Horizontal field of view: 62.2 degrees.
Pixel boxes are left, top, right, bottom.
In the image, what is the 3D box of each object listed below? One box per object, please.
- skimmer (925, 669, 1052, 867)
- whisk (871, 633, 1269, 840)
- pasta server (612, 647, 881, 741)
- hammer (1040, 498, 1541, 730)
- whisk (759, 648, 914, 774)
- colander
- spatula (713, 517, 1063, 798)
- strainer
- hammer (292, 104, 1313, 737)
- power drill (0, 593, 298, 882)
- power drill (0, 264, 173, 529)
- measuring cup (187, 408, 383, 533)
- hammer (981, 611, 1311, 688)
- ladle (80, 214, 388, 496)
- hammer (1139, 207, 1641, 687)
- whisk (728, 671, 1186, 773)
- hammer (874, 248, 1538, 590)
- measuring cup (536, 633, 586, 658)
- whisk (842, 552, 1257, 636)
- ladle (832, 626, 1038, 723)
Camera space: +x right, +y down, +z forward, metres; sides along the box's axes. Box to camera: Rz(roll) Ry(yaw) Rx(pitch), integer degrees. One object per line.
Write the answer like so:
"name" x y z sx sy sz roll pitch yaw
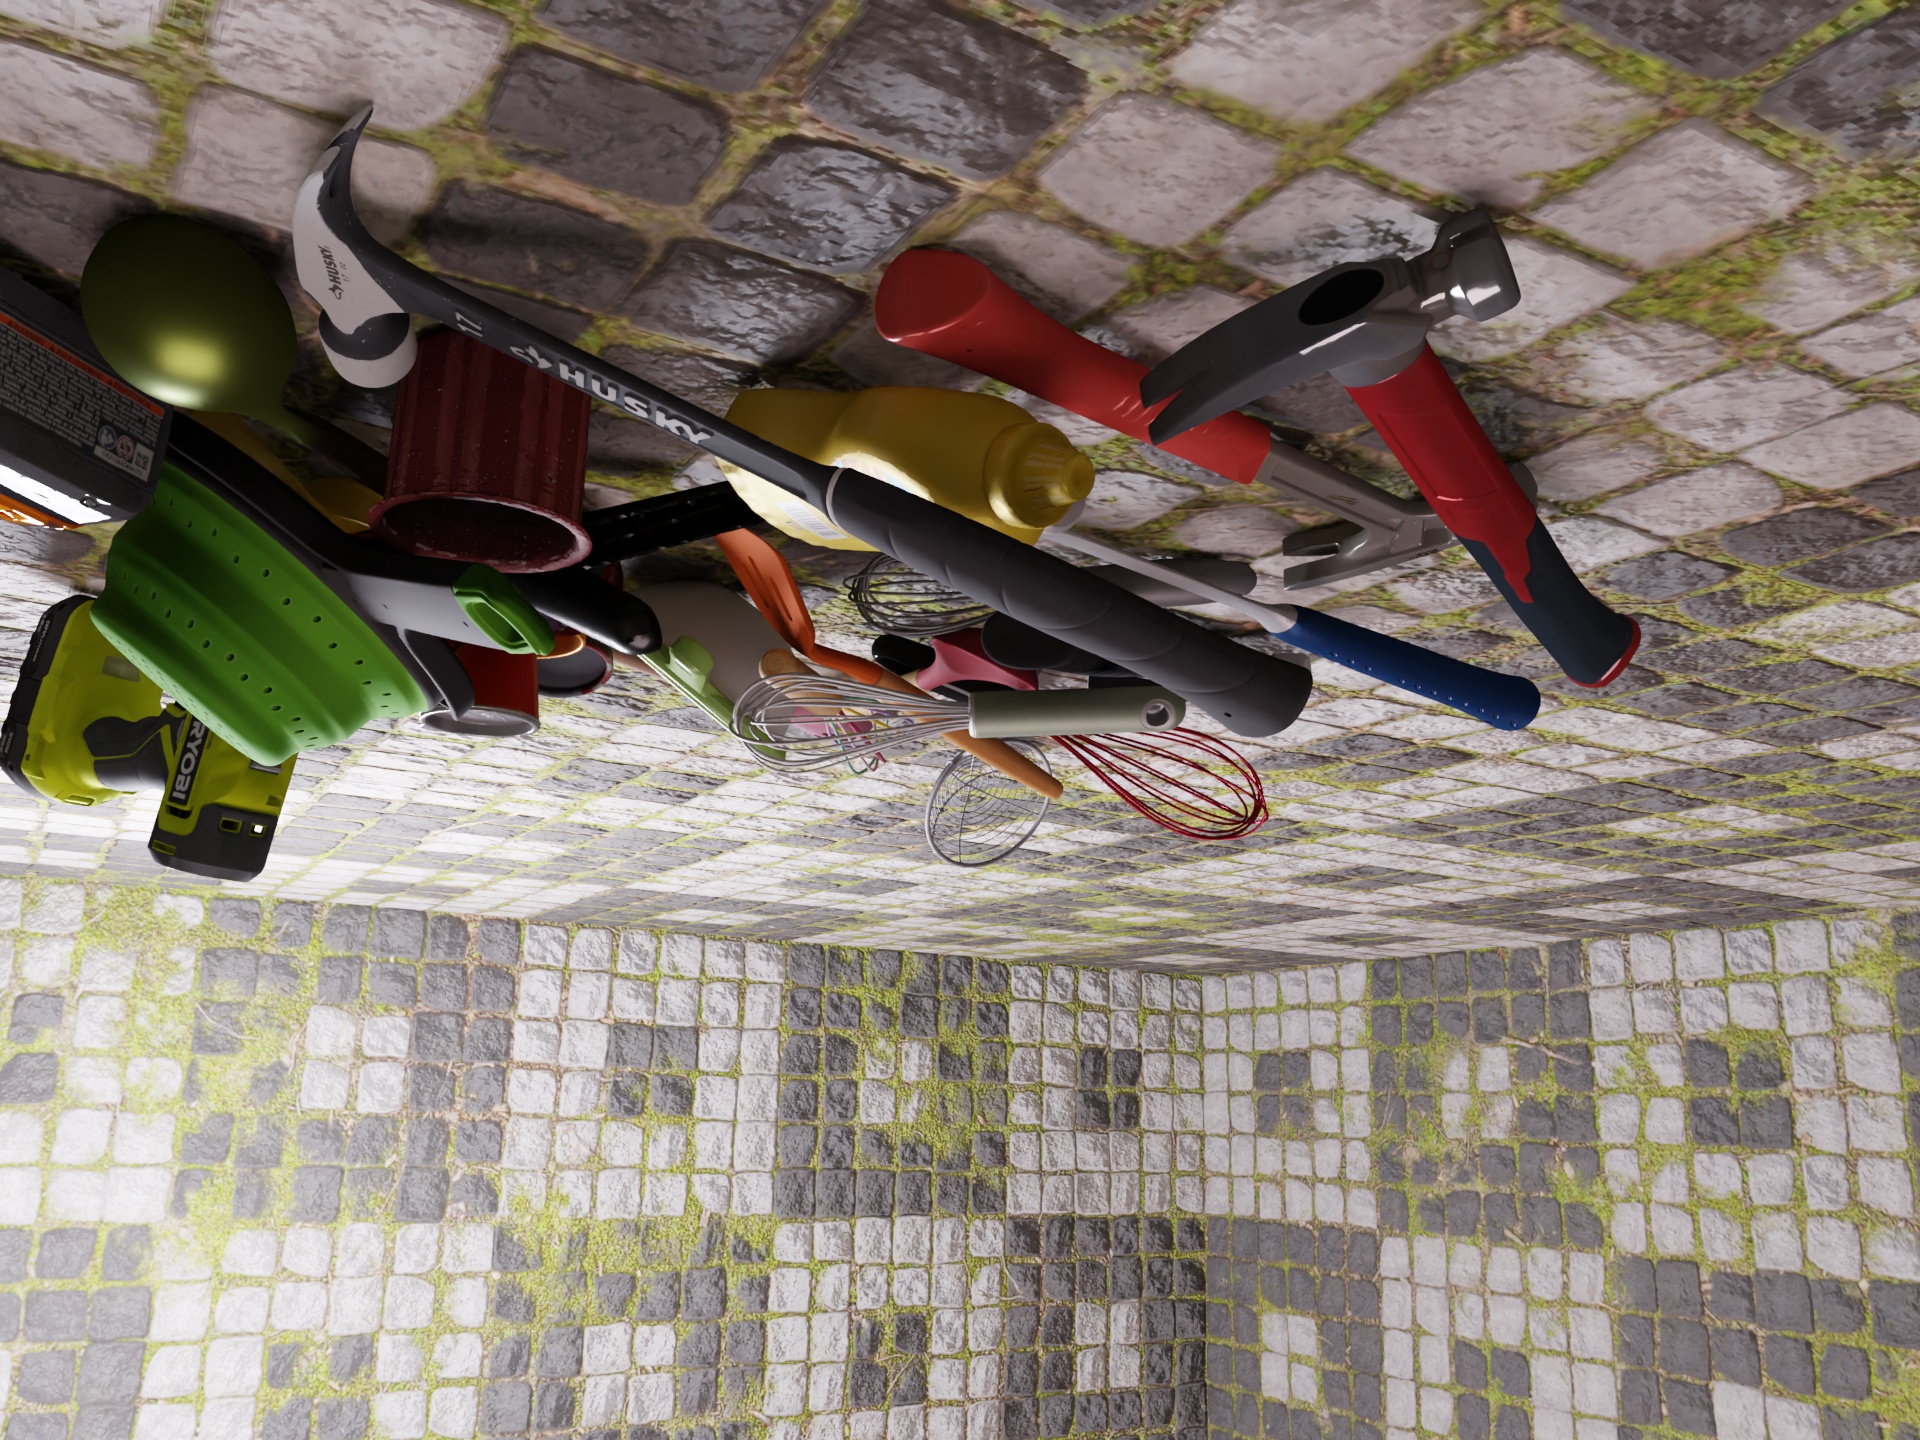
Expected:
"skimmer" 0.041 0.034 1.257 0.127 0.090 0.363 -30 169 -15
"whisk" 0.076 0.007 1.084 0.296 0.073 0.073 24 164 -2
"pasta server" -0.178 -0.034 1.146 0.060 0.040 0.316 -12 157 43
"hammer" 0.159 -0.059 0.852 0.405 0.035 0.144 16 175 -31
"whisk" -0.080 -0.006 0.980 0.047 0.051 0.244 37 178 16
"colander" -0.294 -0.035 0.705 0.397 0.094 0.204 11 146 51
"spatula" -0.031 -0.024 0.944 0.322 0.041 0.081 33 178 -43
"strainer" -0.141 -0.046 0.927 0.151 0.069 0.256 40 172 -6
"hammer" -0.058 -0.093 0.589 0.409 0.036 0.149 25 159 -2
"power drill" -0.492 -0.013 0.996 0.229 0.190 0.080 9 172 33
"power drill" -0.470 -0.137 0.654 0.226 0.084 0.164 1 166 16
"measuring cup" -0.337 -0.128 0.803 0.062 0.029 0.156 -2 154 13
"hammer" 0.094 -0.036 0.933 0.146 0.035 0.334 3 180 26
"ladle" -0.285 -0.137 0.733 0.078 0.062 0.320 3 173 5
"hammer" 0.227 -0.087 0.727 0.143 0.038 0.386 -21 151 27
"whisk" -0.001 -0.003 0.854 0.246 0.057 0.059 -2 -159 -2
"hammer" 0.104 -0.127 0.719 0.358 0.037 0.149 13 162 -40
"measuring cup" -0.306 -0.076 0.935 0.173 0.052 0.095 5 166 -7
"whisk" 0.052 -0.078 0.911 0.239 0.055 0.055 -2 166 -3
"ladle" -0.031 -0.022 1.048 0.069 0.031 0.315 29 162 -18
